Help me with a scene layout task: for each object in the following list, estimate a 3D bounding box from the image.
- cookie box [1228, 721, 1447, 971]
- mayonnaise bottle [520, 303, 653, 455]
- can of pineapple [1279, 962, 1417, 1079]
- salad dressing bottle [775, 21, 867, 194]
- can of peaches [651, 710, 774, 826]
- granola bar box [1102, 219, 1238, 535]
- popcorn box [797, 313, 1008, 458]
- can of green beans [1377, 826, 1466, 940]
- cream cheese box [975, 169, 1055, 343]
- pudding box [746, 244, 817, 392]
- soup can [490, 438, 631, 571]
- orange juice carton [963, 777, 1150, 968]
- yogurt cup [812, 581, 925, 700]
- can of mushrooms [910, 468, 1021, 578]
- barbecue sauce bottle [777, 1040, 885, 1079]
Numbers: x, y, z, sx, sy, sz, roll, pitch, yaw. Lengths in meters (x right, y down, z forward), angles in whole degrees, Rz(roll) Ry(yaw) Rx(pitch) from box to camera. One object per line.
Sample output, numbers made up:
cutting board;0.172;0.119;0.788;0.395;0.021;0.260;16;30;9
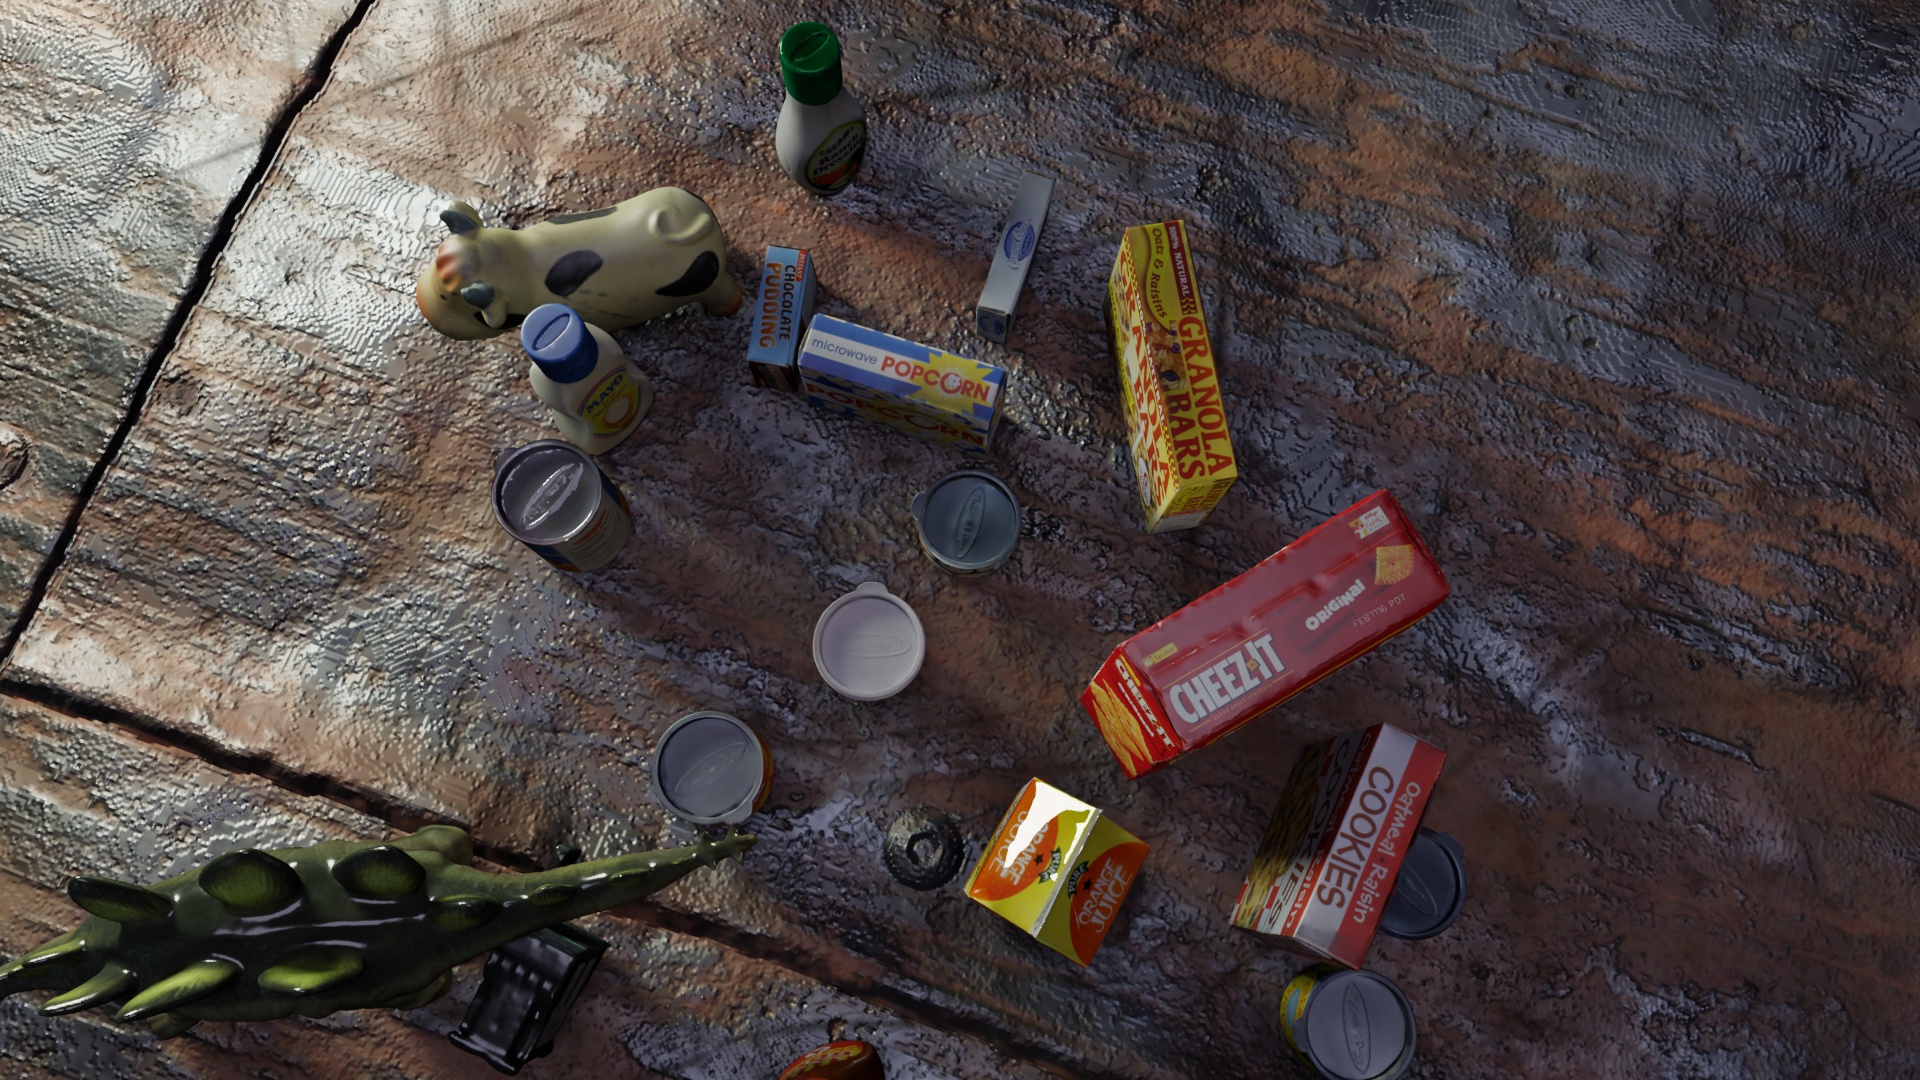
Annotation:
cookie box;0.209;0.173;0.785;0.040;0.167;0.123;26;78;5
mayonnaise bottle;-0.231;-0.100;0.851;0.041;0.147;0.065;40;79;8
can of pineapple;0.224;0.283;0.815;0.071;0.057;0.071;0;77;-1
salad dressing bottle;-0.092;-0.277;0.897;0.064;0.147;0.044;-39;81;-9
can of peaches;-0.147;0.141;0.841;0.071;0.058;0.071;0;77;-1
granola bar box;0.129;-0.098;0.870;0.039;0.124;0.166;-9;77;-3
popcorn box;-0.036;-0.097;0.887;0.127;0.085;0.038;17;77;3
can of green beans;0.261;0.205;0.835;0.071;0.057;0.071;0;77;-1
cream cheese box;0.036;-0.188;0.926;0.024;0.053;0.104;17;77;3
pudding box;-0.117;-0.146;0.915;0.030;0.049;0.084;8;77;1
soup can;-0.248;-0.022;0.865;0.071;0.083;0.071;0;77;-1
orange juice carton;0.051;0.182;0.767;0.073;0.192;0.072;30;78;6
yogurt cup;-0.056;0.068;0.863;0.072;0.054;0.072;0;77;-1
can of mushrooms;0.003;-0.011;0.894;0.071;0.033;0.071;0;77;-1
barbecue sauce bottle;-0.075;0.306;0.757;0.065;0.148;0.044;-19;78;-5
